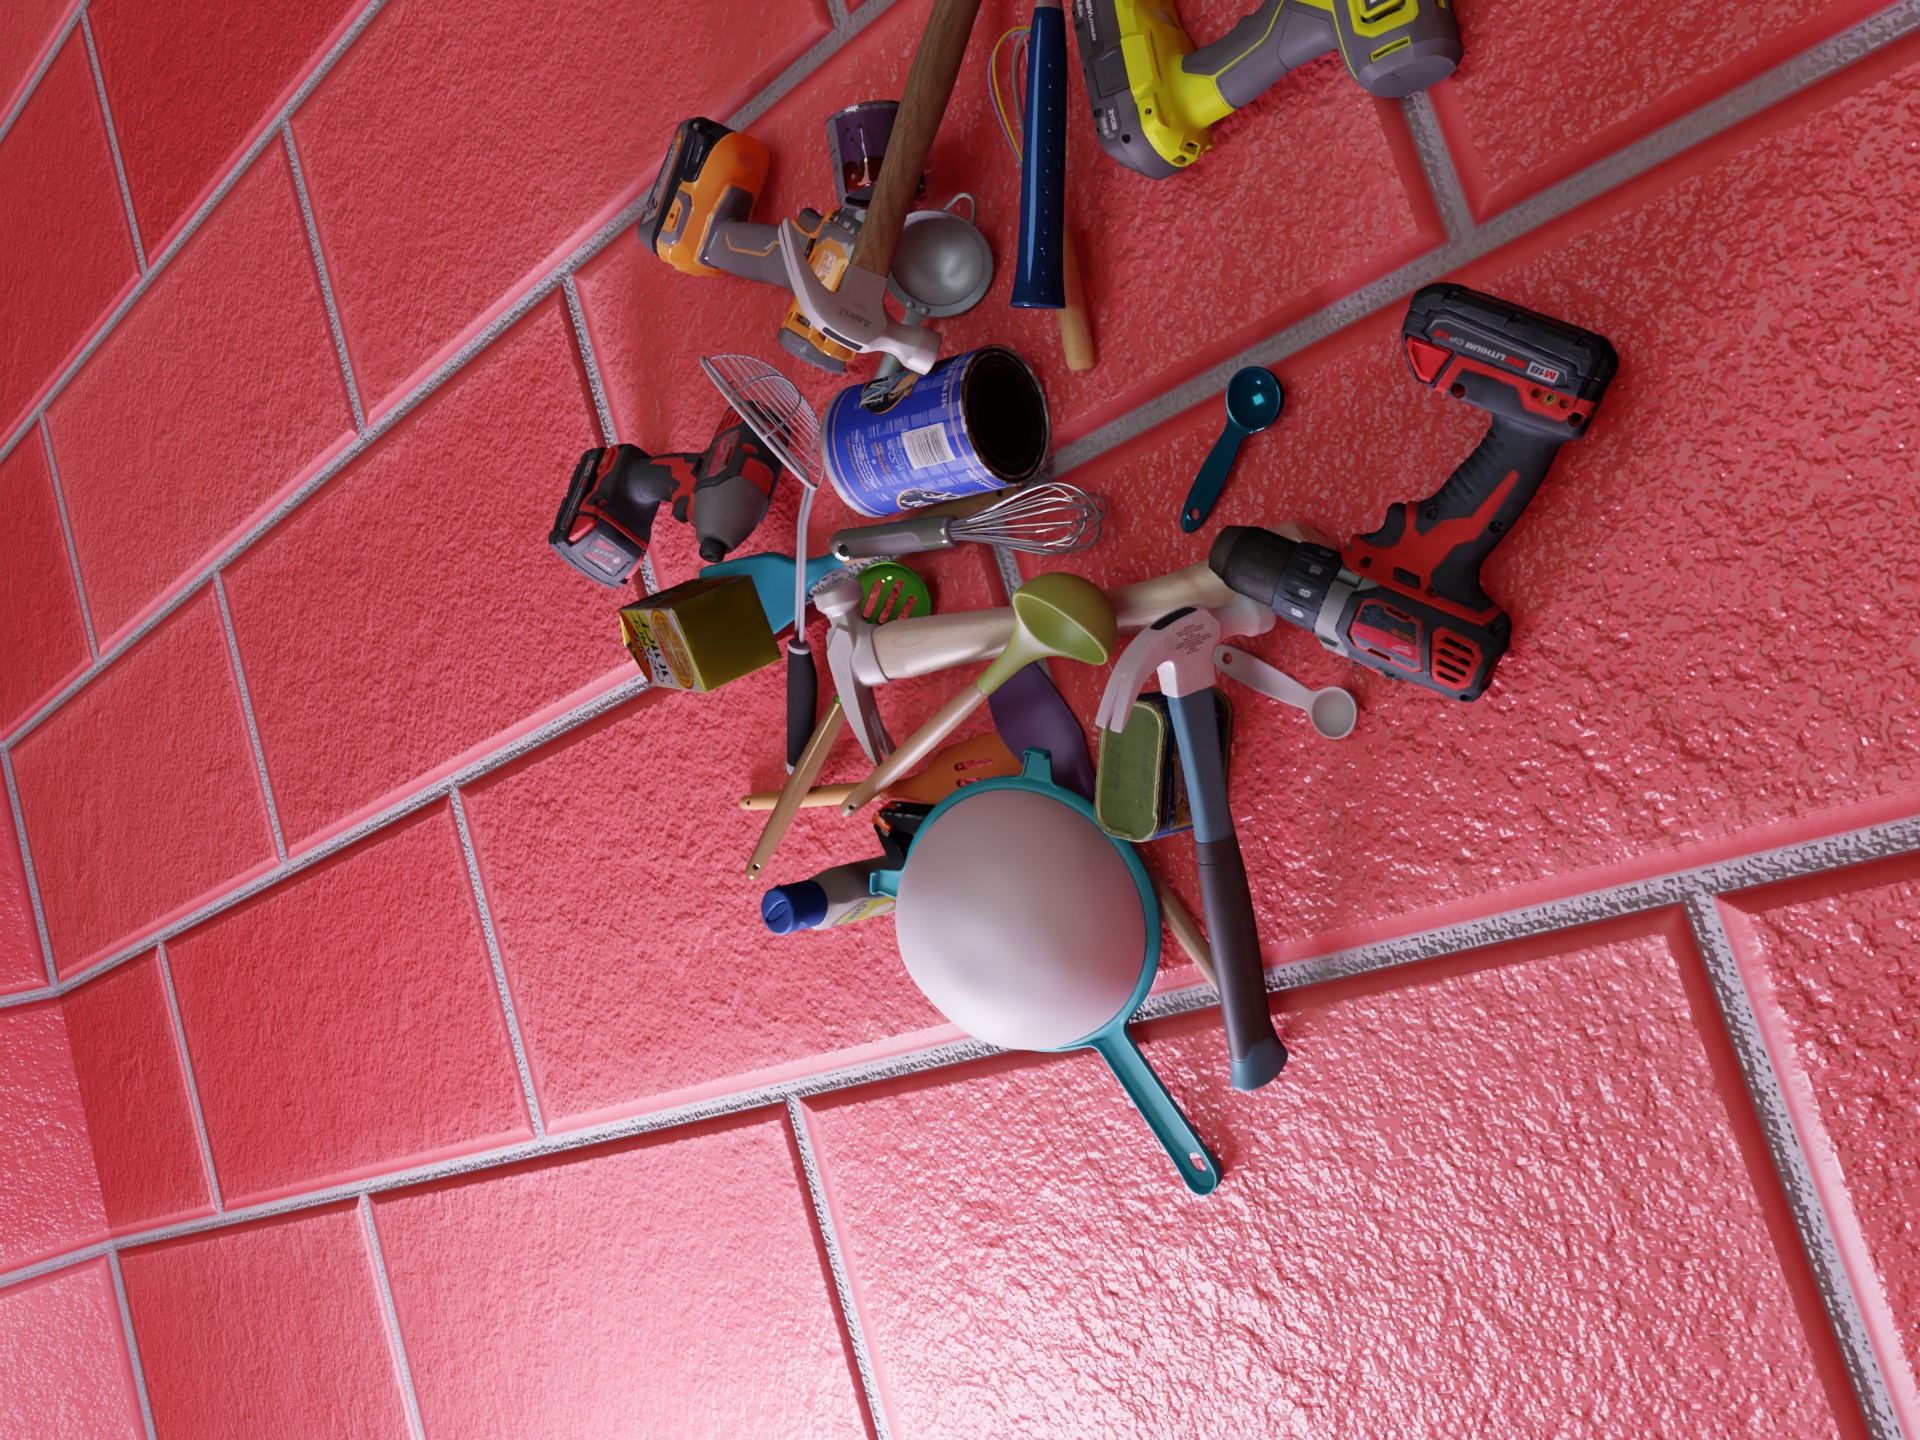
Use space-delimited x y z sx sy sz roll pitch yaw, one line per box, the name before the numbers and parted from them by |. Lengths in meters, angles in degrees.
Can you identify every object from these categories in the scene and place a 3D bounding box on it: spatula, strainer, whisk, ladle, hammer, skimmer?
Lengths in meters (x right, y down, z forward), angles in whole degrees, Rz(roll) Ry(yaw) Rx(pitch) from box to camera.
spatula | -0.071 0.058 1.306 0.323 0.041 0.081 -7 91 44
spatula | -0.080 -0.134 1.276 0.317 0.044 0.082 -17 100 38
strainer | 0.066 0.203 1.127 0.211 0.095 0.340 -40 80 30
whisk | 0.000 -0.142 1.189 0.246 0.059 0.057 -3 131 35
ladle | -0.002 -0.004 1.154 0.078 0.062 0.320 39 130 -12
spatula | 0.112 0.083 1.156 0.059 0.018 0.316 -45 66 24
hammer | 0.171 0.088 1.043 0.033 0.128 0.331 21 126 65
skimmer | -0.156 -0.111 1.261 0.127 0.090 0.363 -125 33 -54
strainer | -0.045 -0.296 1.230 0.087 0.050 0.258 22 123 -10
hammer | -0.034 -0.419 1.121 0.031 0.130 0.331 175 113 -71
hammer | 0.064 -0.483 1.058 0.035 0.144 0.405 10 104 36
whisk | 0.068 -0.372 1.130 0.051 0.047 0.245 -8 95 51
hammer | 0.075 -0.062 1.138 0.411 0.038 0.146 -9 102 34

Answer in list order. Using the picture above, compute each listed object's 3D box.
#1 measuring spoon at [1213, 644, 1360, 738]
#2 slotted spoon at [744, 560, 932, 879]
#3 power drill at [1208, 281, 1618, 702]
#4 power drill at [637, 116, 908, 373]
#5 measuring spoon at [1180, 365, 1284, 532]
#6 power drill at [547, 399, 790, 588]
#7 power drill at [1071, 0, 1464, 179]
measuring spoon | 0.217 -0.024 1.062 0.124 0.018 0.034 32 115 40
slotted spoon | -0.110 0.004 1.303 0.070 0.031 0.313 27 111 -4
power drill | 0.264 -0.141 0.945 0.188 0.080 0.226 26 115 18
power drill | -0.138 -0.406 1.272 0.226 0.084 0.185 36 109 26
measuring spoon | 0.183 -0.181 1.073 0.042 0.021 0.128 45 130 26
power drill | -0.246 -0.186 1.359 0.220 0.078 0.143 -7 58 39
power drill | 0.188 -0.458 0.995 0.228 0.080 0.190 -14 86 37
